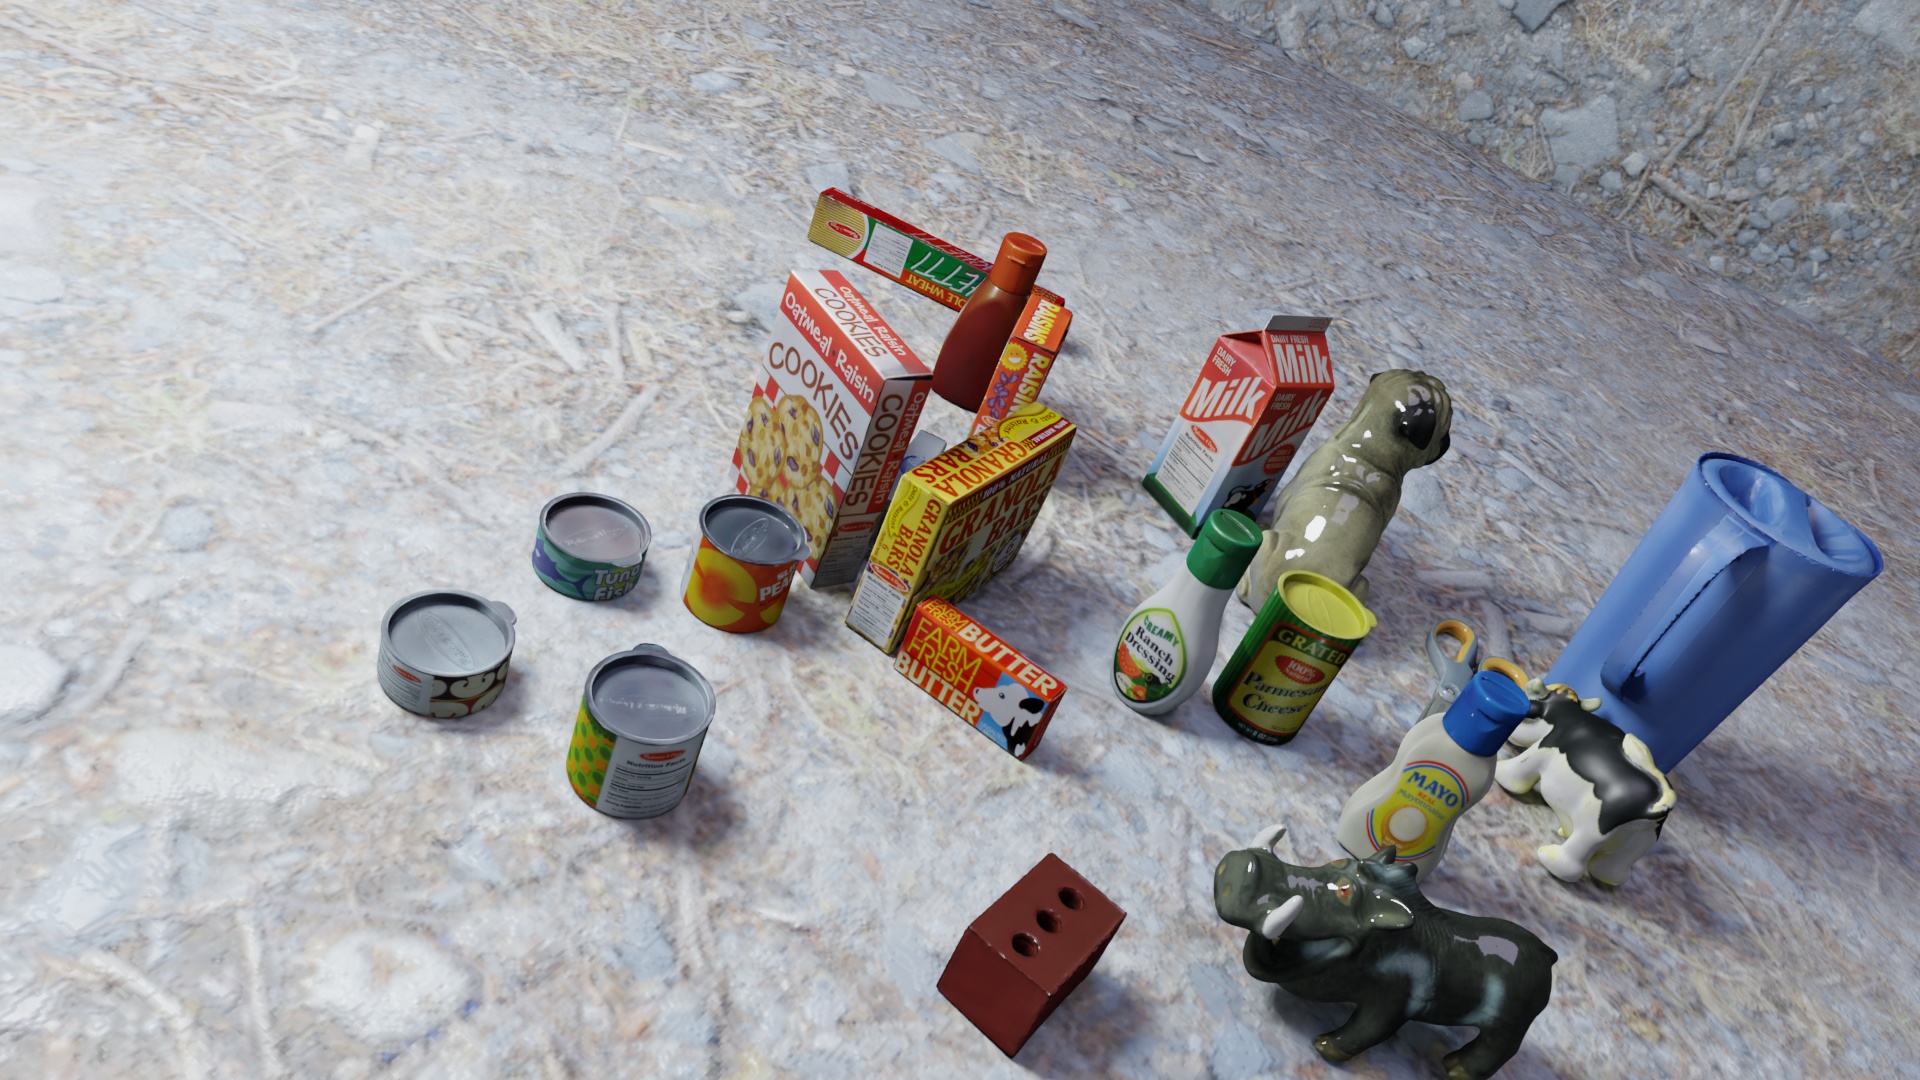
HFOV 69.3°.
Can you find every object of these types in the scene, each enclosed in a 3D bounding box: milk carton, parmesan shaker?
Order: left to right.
[{"bbox_3d":[0.227,-0.098,1.102,0.072,0.189,0.074,-5,43,-36],"label":"milk carton"},{"bbox_3d":[0.222,0.081,0.932,0.071,0.102,0.072,16,34,-11],"label":"parmesan shaker"}]

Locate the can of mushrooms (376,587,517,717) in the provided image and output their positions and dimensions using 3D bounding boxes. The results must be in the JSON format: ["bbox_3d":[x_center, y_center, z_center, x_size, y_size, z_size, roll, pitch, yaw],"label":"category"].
[{"bbox_3d":[-0.268,0.058,0.730,0.071,0.033,0.071,16,34,-11],"label":"can of mushrooms"}]

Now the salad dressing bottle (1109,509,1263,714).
[{"bbox_3d":[0.145,0.047,0.892,0.044,0.146,0.064,-14,48,-43],"label":"salad dressing bottle"}]

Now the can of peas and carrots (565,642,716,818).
[{"bbox_3d":[-0.165,0.098,0.715,0.071,0.058,0.071,16,34,-11],"label":"can of peas and carrots"}]

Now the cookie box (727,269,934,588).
[{"bbox_3d":[-0.088,-0.073,0.899,0.040,0.166,0.123,-8,45,-38],"label":"cookie box"}]

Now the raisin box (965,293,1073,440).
[{"bbox_3d":[0.043,-0.118,1.080,0.040,0.122,0.086,24,33,1],"label":"raisin box"}]

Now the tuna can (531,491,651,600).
[{"bbox_3d":[-0.220,0.005,0.833,0.071,0.032,0.071,16,34,-11],"label":"tuna can"}]

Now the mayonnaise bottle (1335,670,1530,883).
[{"bbox_3d":[0.290,0.143,0.845,0.065,0.147,0.041,32,34,13],"label":"mayonnaise bottle"}]

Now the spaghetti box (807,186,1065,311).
[{"bbox_3d":[-0.022,-0.252,1.291,0.250,0.050,0.029,26,34,4],"label":"spaghetti box"}]

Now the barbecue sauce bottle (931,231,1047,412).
[{"bbox_3d":[0.027,-0.177,1.129,0.065,0.147,0.044,24,33,1],"label":"barbecue sauce bottle"}]

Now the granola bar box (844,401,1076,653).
[{"bbox_3d":[0.003,-0.011,0.908,0.039,0.123,0.166,35,35,16],"label":"granola bar box"}]

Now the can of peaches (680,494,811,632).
[{"bbox_3d":[-0.132,0.015,0.850,0.071,0.057,0.071,16,34,-11],"label":"can of peaches"}]

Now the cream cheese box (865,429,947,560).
[{"bbox_3d":[-0.042,-0.032,0.972,0.024,0.053,0.104,26,34,3],"label":"cream cheese box"}]

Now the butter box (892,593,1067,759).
[{"bbox_3d":[0.010,0.083,0.847,0.103,0.052,0.024,35,35,16],"label":"butter box"}]
